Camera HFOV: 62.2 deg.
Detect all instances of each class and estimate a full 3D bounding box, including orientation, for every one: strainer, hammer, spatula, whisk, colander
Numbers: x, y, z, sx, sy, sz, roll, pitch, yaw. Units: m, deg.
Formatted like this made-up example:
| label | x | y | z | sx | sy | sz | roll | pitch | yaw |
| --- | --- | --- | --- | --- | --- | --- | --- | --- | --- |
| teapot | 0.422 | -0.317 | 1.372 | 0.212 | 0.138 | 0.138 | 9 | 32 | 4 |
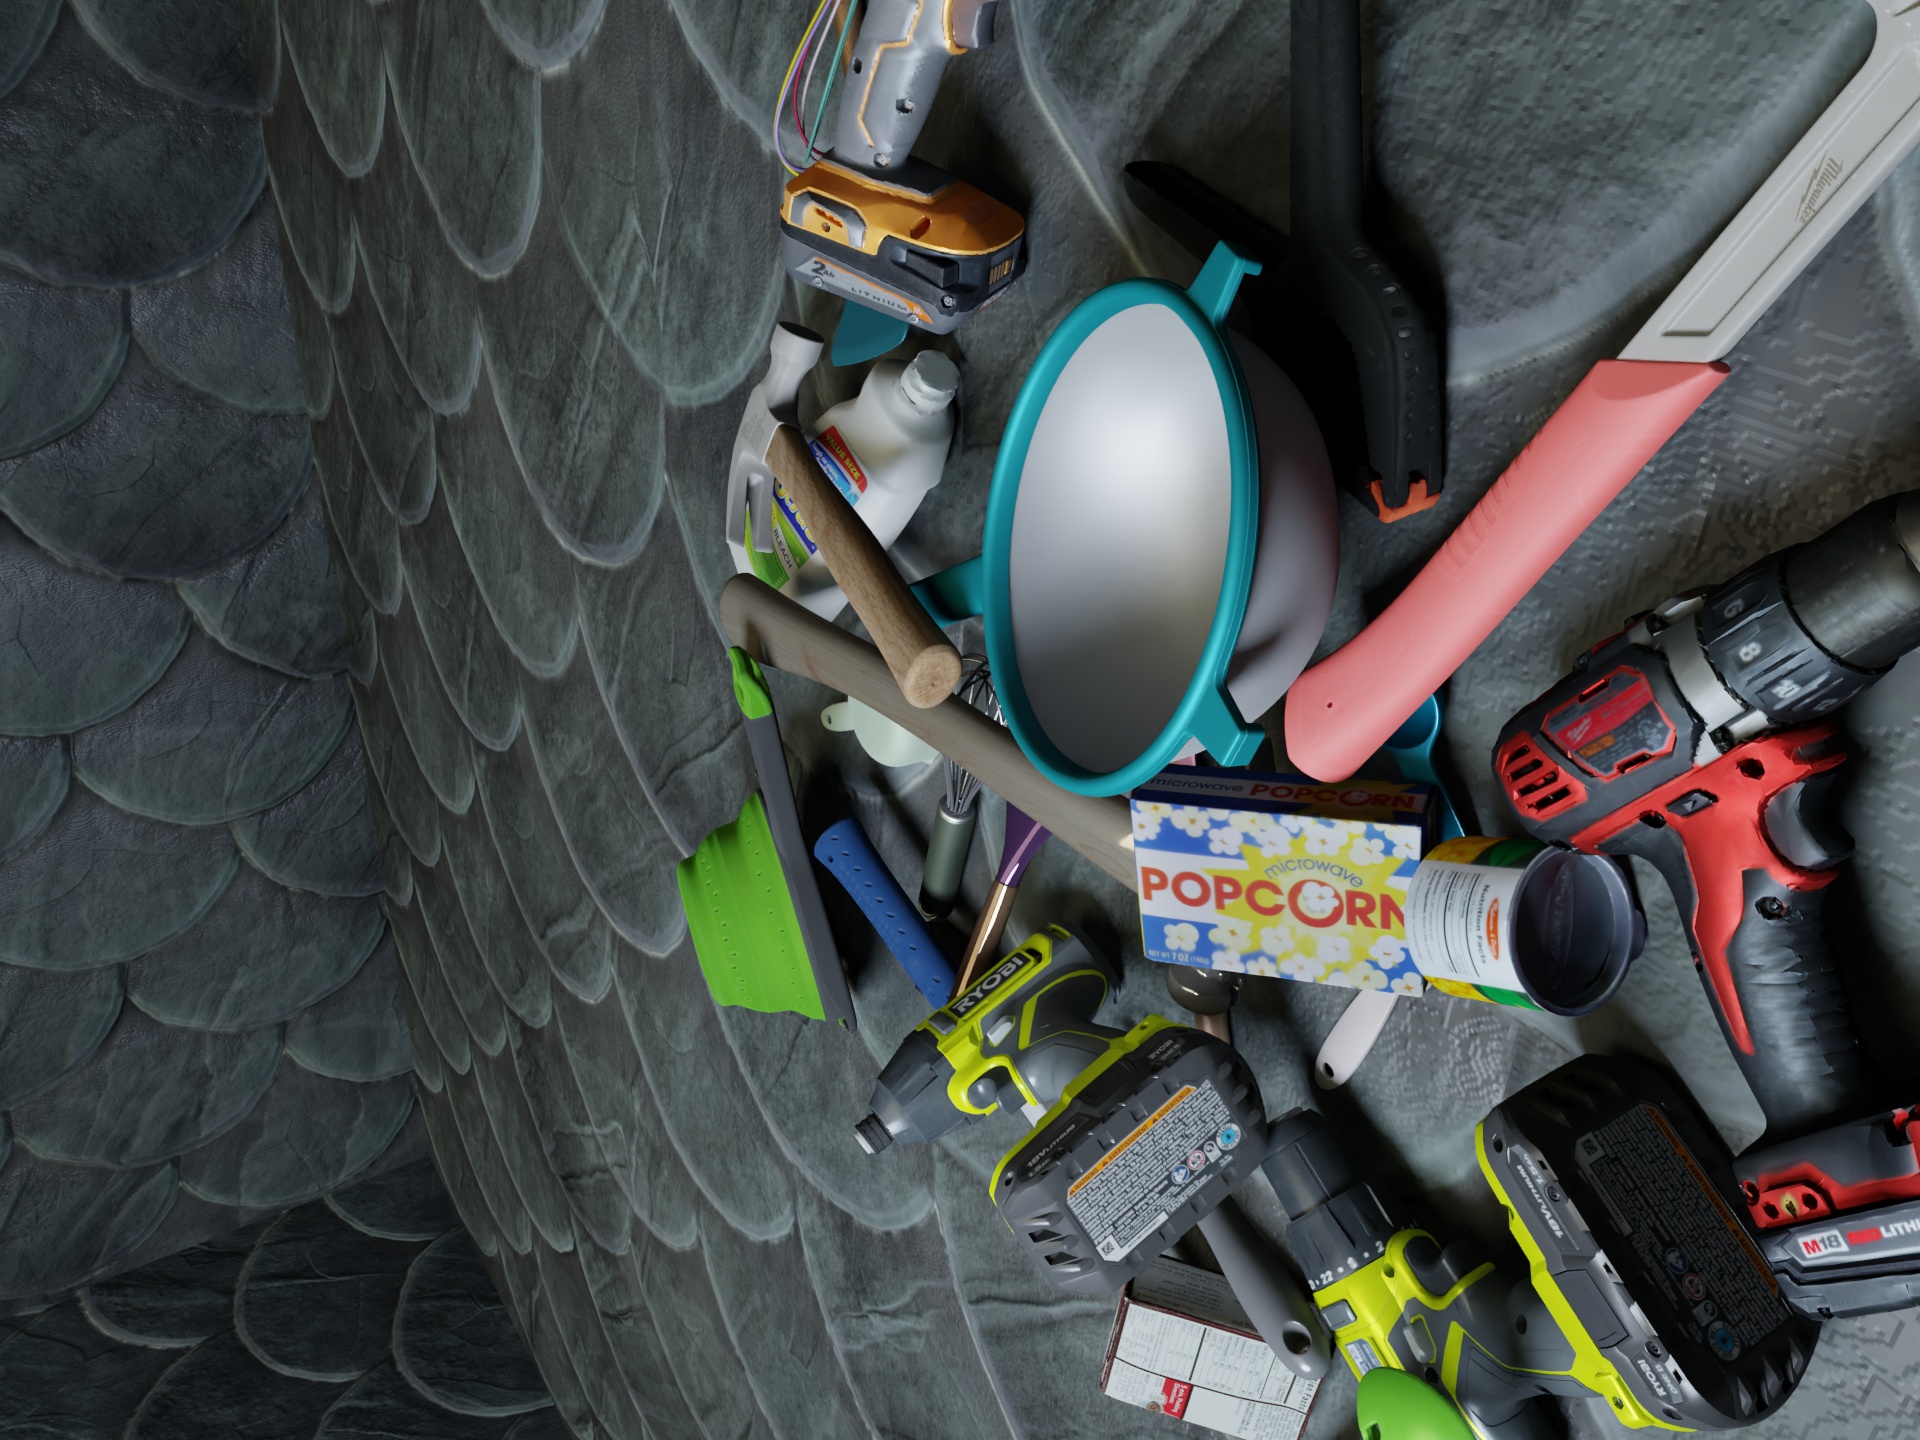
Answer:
| label | x | y | z | sx | sy | sz | roll | pitch | yaw |
| --- | --- | --- | --- | --- | --- | --- | --- | --- | --- |
| strainer | 0.068 | -0.068 | 0.728 | 0.340 | 0.095 | 0.211 | 169 | 102 | -66 |
| hammer | -0.070 | -0.104 | 0.879 | 0.130 | 0.031 | 0.332 | -65 | 32 | 24 |
| spatula | -0.065 | -0.365 | 0.898 | 0.082 | 0.044 | 0.317 | 1 | 104 | 56 |
| whisk | 0.000 | 0.048 | 0.993 | 0.058 | 0.059 | 0.246 | 37 | 142 | 21 |
| colander | -0.153 | 0.093 | 1.094 | 0.396 | 0.094 | 0.205 | 85 | 165 | -53 |
| whisk | 0.123 | 0.247 | 0.826 | 0.239 | 0.055 | 0.055 | -127 | 33 | -57 |
| spatula | 0.018 | 0.116 | 0.942 | 0.060 | 0.018 | 0.315 | 39 | 118 | 45 |
| hammer | 0.033 | 0.217 | 0.984 | 0.406 | 0.035 | 0.144 | 51 | 139 | 25 |
| hammer | -0.001 | -0.003 | 0.868 | 0.411 | 0.038 | 0.146 | 31 | 131 | 38 |
| whisk | -0.043 | -0.397 | 0.820 | 0.047 | 0.051 | 0.244 | 24 | 120 | 1 |
| hammer | 0.221 | -0.086 | 0.541 | 0.149 | 0.036 | 0.359 | 58 | 142 | 25 |

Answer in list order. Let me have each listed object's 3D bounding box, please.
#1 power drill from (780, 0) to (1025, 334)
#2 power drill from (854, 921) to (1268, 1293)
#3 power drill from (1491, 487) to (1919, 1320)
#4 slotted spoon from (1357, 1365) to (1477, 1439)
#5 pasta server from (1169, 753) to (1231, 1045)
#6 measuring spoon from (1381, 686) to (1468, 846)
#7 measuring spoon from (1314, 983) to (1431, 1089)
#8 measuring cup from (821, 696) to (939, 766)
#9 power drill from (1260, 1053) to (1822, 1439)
| label | x | y | z | sx | sy | sz | roll | pitch | yaw |
| --- | --- | --- | --- | --- | --- | --- | --- | --- | --- |
| power drill | 0.001 | -0.305 | 0.759 | 0.185 | 0.084 | 0.226 | 25 | 133 | 18 |
| power drill | 0.042 | 0.197 | 0.831 | 0.080 | 0.171 | 0.223 | 57 | 166 | -18 |
| power drill | 0.283 | 0.054 | 0.498 | 0.227 | 0.080 | 0.187 | 67 | 149 | 18 |
| slotted spoon | 0.188 | 0.353 | 0.747 | 0.070 | 0.031 | 0.313 | 57 | 167 | 26 |
| pasta server | 0.117 | 0.095 | 0.827 | 0.060 | 0.040 | 0.316 | 7 | 111 | 49 |
| measuring spoon | 0.205 | 0.030 | 0.676 | 0.042 | 0.021 | 0.128 | -15 | 100 | 52 |
| measuring spoon | 0.188 | 0.141 | 0.750 | 0.034 | 0.018 | 0.124 | 52 | 144 | 32 |
| measuring cup | -0.068 | -0.003 | 1.082 | 0.167 | 0.038 | 0.083 | -9 | 97 | 58 |
| power drill | 0.224 | 0.230 | 0.678 | 0.191 | 0.080 | 0.228 | 60 | 150 | 20 |
